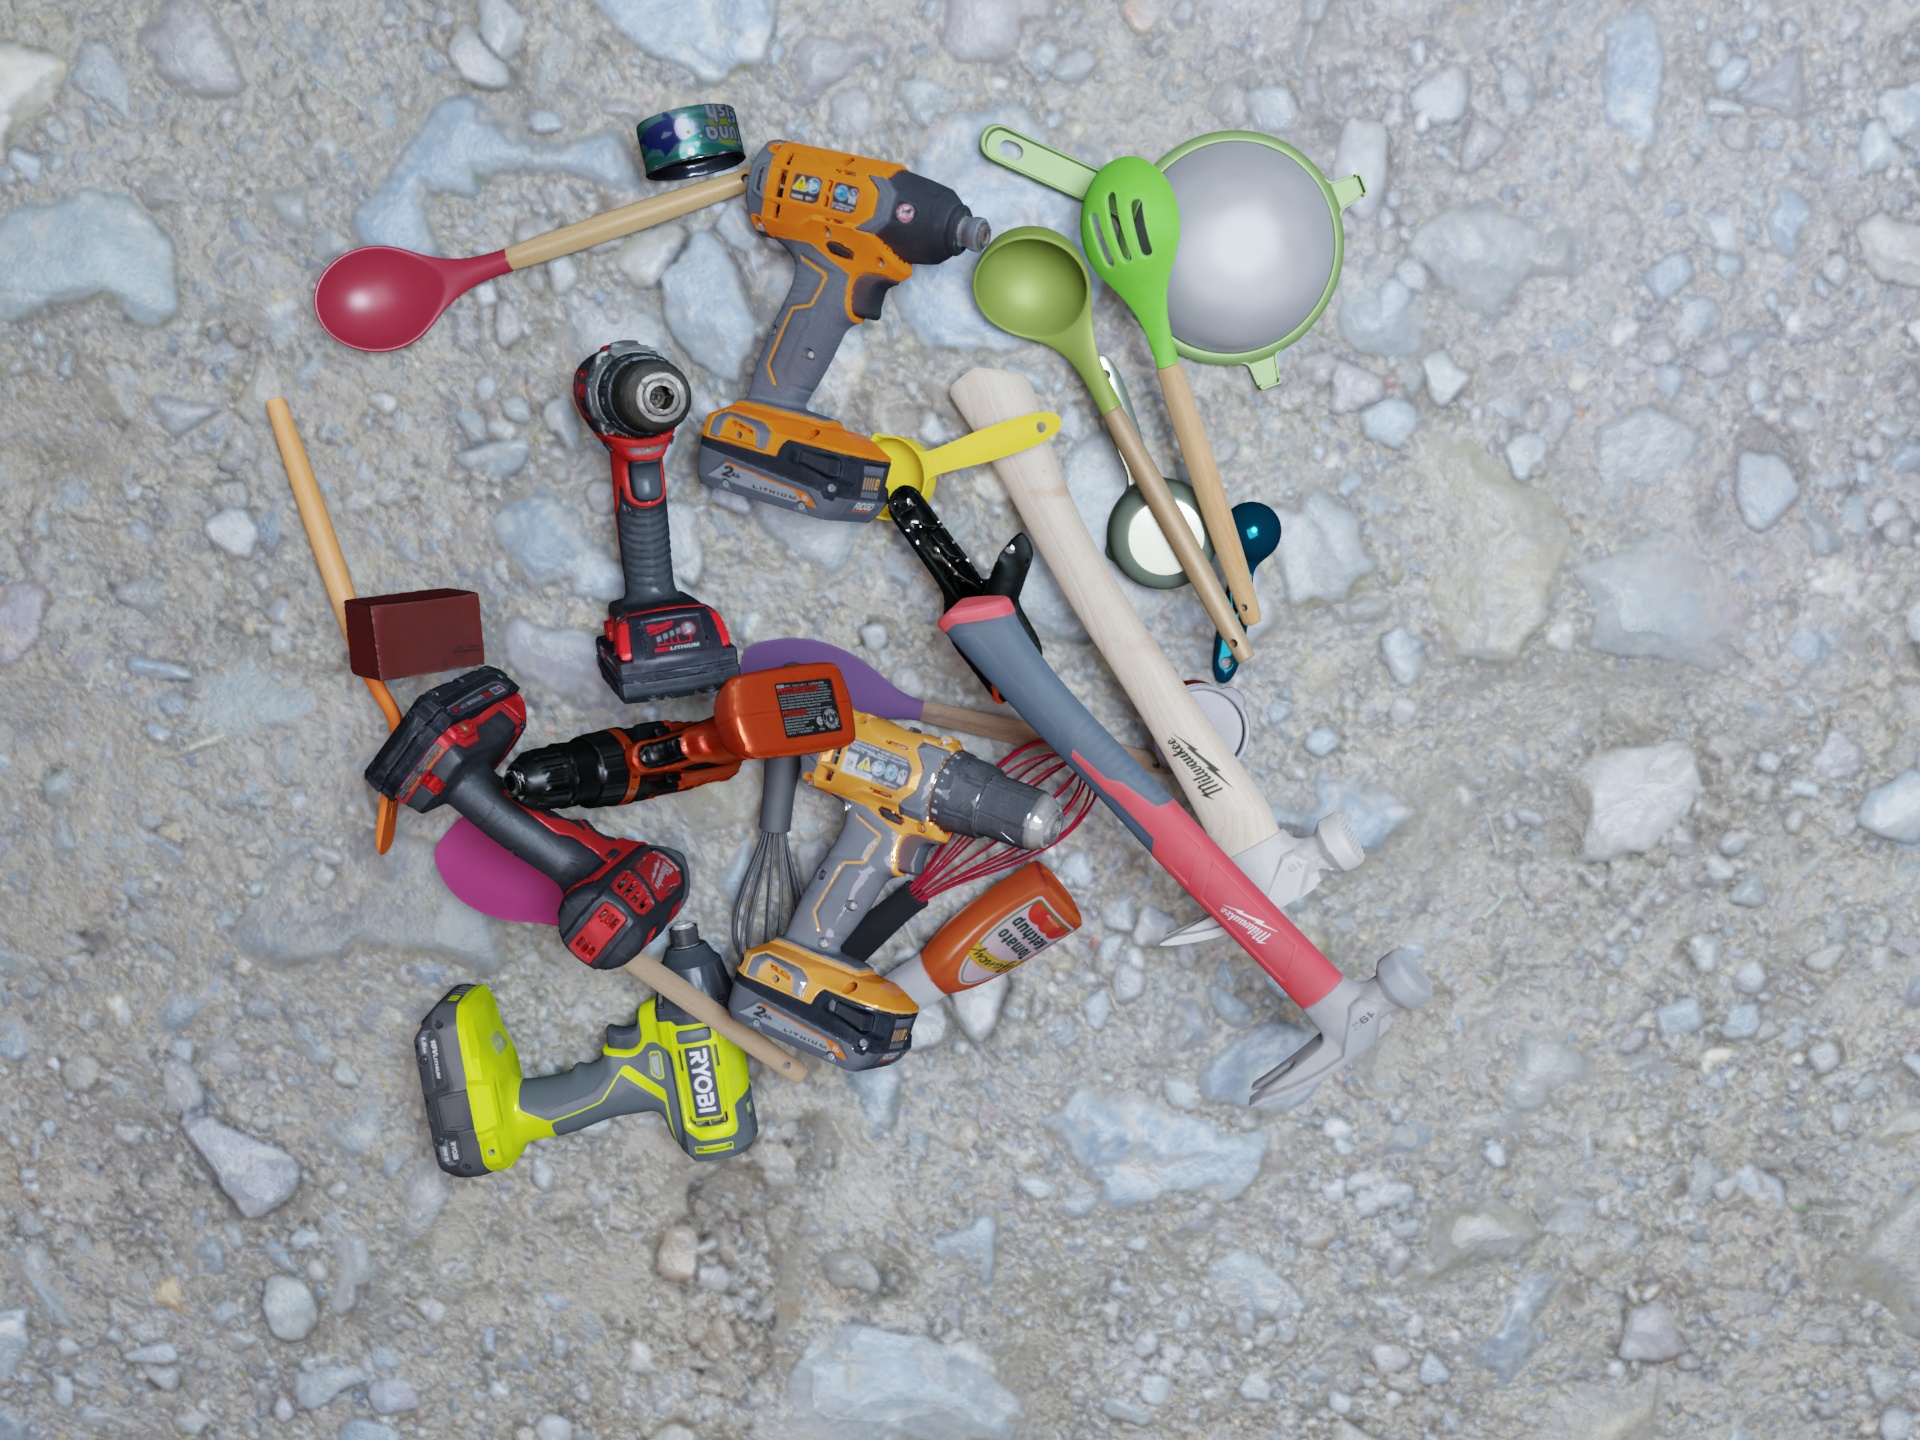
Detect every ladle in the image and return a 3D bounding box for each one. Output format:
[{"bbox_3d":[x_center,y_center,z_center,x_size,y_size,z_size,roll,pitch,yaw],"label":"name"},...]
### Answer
[{"bbox_3d":[-0.278,-0.318,1.065,0.315,0.031,0.069,-17,104,3],"label":"ladle"},{"bbox_3d":[0.107,-0.177,1.041,0.078,0.062,0.320,-29,89,36],"label":"ladle"}]

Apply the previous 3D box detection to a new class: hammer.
[{"bbox_3d":[0.118,0.077,1.020,0.386,0.038,0.143,46,112,-3],"label":"hammer"},{"bbox_3d":[0.101,-0.050,1.064,0.146,0.038,0.411,-32,86,18],"label":"hammer"}]

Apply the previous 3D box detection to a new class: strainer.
[{"bbox_3d":[0.131,-0.329,1.029,0.256,0.069,0.151,23,102,-5],"label":"strainer"}]

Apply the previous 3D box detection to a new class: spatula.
[{"bbox_3d":[-0.002,-0.004,1.128,0.316,0.018,0.059,13,106,0],"label":"spatula"},{"bbox_3d":[-0.435,-0.065,1.112,0.041,0.081,0.322,-18,96,-12],"label":"spatula"}]

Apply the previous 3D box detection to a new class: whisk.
[{"bbox_3d":[-0.129,0.075,1.130,0.055,0.055,0.239,8,102,0],"label":"whisk"},{"bbox_3d":[-0.016,0.112,1.131,0.296,0.073,0.073,-40,98,17],"label":"whisk"}]

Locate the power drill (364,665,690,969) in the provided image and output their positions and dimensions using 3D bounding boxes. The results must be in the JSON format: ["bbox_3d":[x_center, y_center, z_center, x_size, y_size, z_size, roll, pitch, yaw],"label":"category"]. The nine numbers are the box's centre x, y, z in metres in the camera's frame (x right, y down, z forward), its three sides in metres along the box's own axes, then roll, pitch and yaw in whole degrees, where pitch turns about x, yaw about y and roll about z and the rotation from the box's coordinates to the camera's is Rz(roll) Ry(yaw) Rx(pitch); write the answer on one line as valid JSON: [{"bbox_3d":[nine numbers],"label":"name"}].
[{"bbox_3d":[-0.282,0.068,1.095,0.219,0.143,0.078,41,108,0],"label":"power drill"}]

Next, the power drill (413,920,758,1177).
[{"bbox_3d":[-0.270,0.243,1.160,0.223,0.080,0.171,-9,97,0],"label":"power drill"}]

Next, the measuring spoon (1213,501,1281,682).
[{"bbox_3d":[0.195,-0.087,1.102,0.042,0.021,0.128,9,101,0],"label":"measuring spoon"}]

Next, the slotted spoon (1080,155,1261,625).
[{"bbox_3d":[0.145,-0.206,1.032,0.070,0.031,0.313,-9,110,36],"label":"slotted spoon"}]

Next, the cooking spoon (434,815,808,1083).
[{"bbox_3d":[-0.240,0.164,1.124,0.319,0.017,0.069,32,71,12],"label":"cooking spoon"}]

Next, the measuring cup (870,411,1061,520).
[{"bbox_3d":[0.000,-0.176,1.062,0.156,0.029,0.062,-14,93,24],"label":"measuring cup"}]

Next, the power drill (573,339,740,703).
[{"bbox_3d":[-0.198,-0.129,1.024,0.080,0.188,0.226,-10,105,-19],"label":"power drill"}]

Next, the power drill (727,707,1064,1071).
[{"bbox_3d":[-0.044,0.118,1.067,0.185,0.084,0.226,18,89,22],"label":"power drill"}]

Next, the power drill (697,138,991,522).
[{"bbox_3d":[-0.075,-0.247,1.026,0.164,0.084,0.226,19,102,22],"label":"power drill"}]

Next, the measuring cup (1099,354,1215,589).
[{"bbox_3d":[0.123,-0.167,1.078,0.083,0.038,0.167,-20,103,6],"label":"measuring cup"}]
